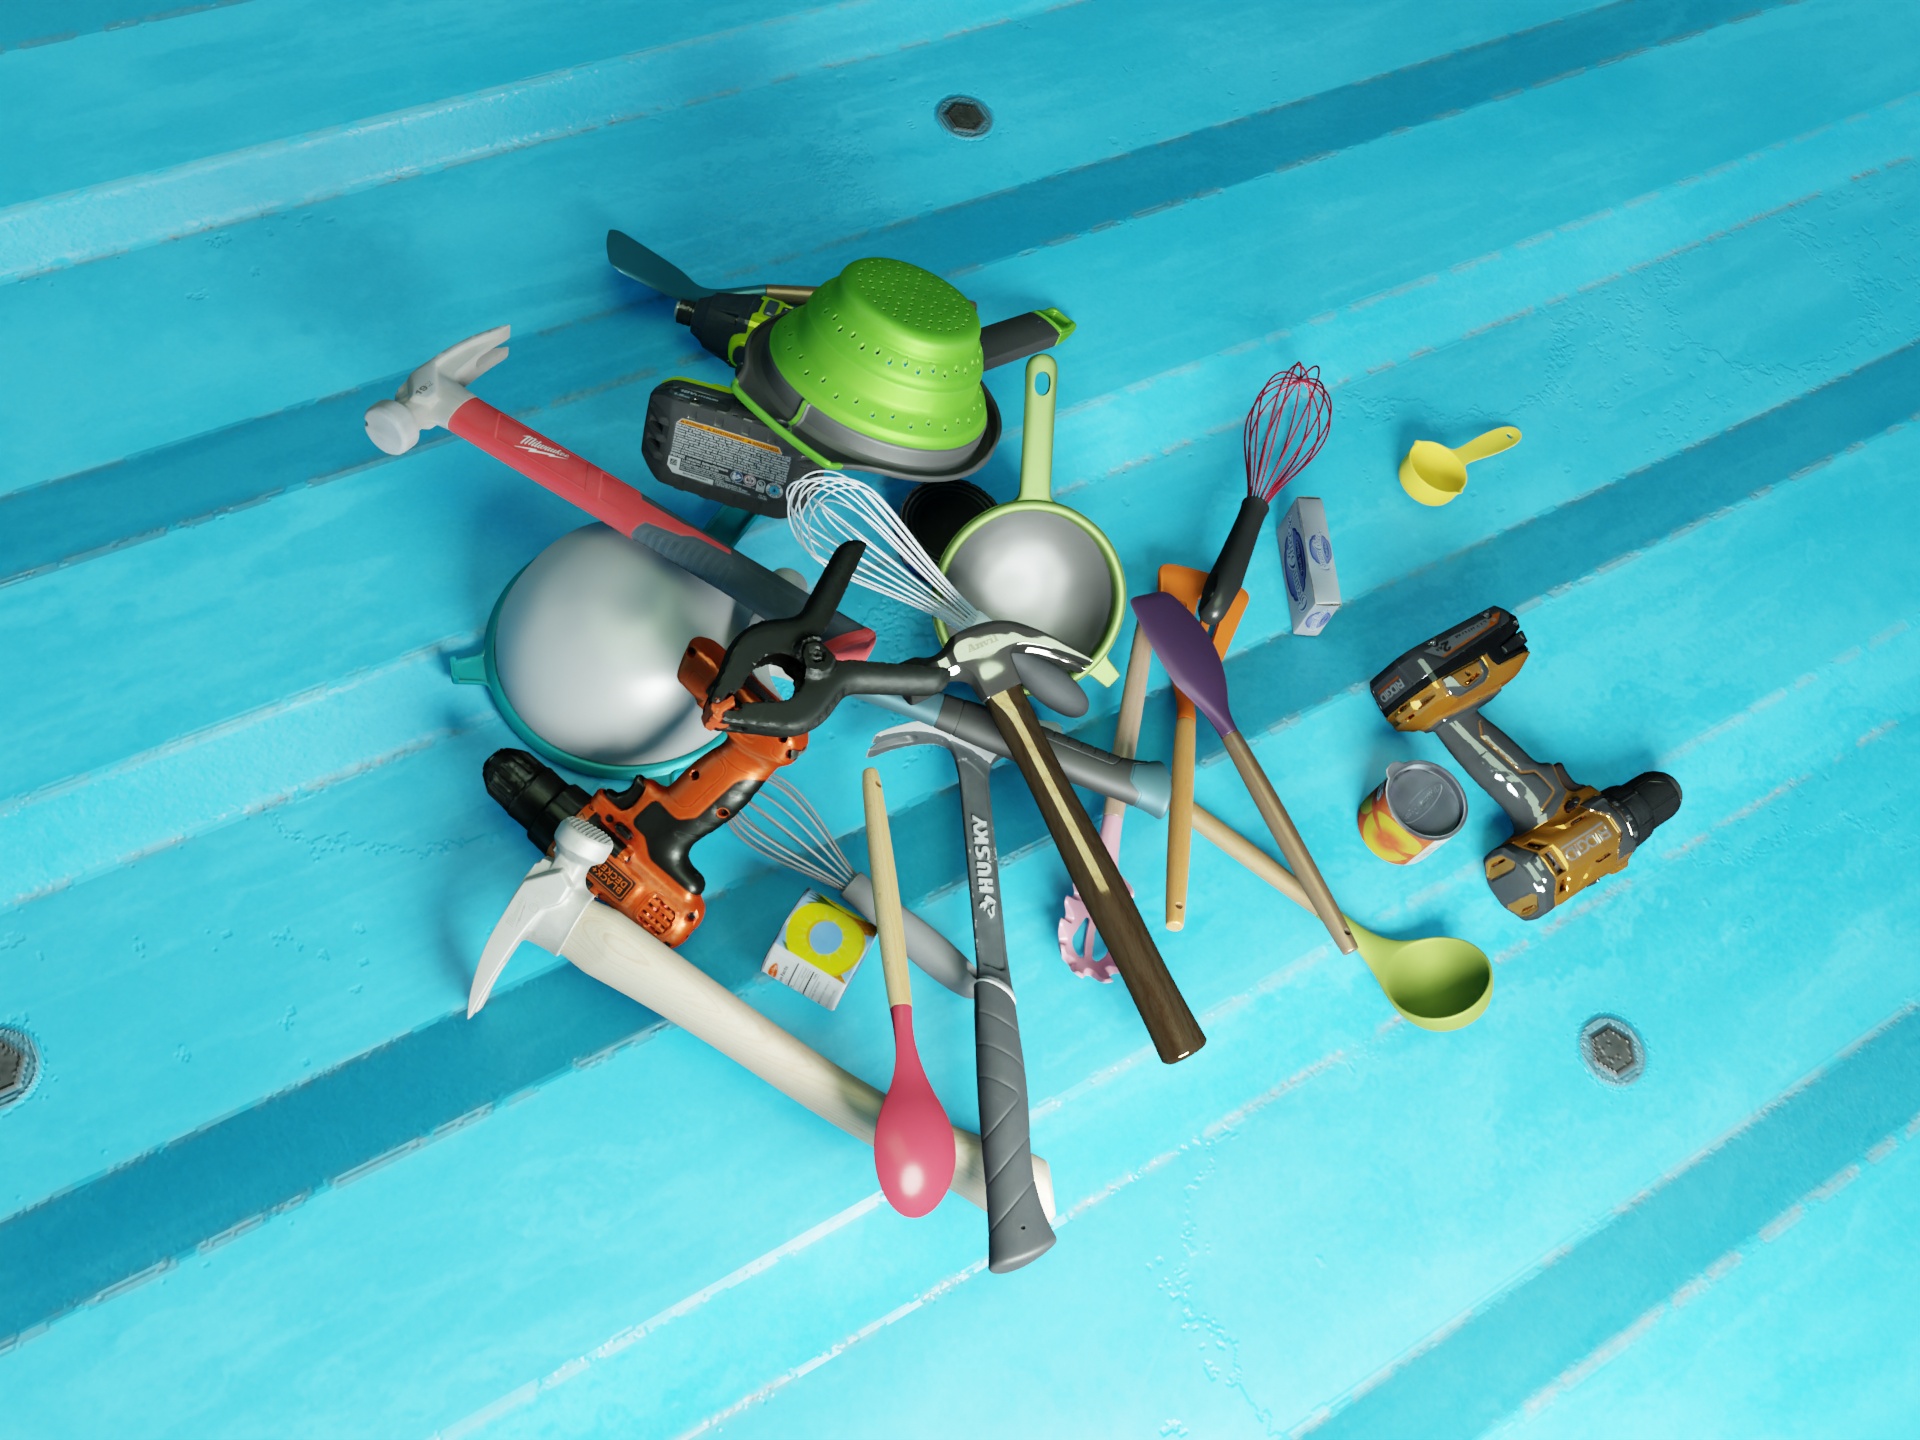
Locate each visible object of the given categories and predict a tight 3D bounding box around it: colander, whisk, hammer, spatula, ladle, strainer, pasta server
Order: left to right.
[{"bbox_3d":[-0.222,-0.154,1.135,0.386,0.038,0.143,31,48,7],"label":"hammer"},{"bbox_3d":[-0.209,-0.117,1.184,0.211,0.095,0.340,31,64,5],"label":"strainer"},{"bbox_3d":[-0.123,0.231,1.049,0.410,0.038,0.146,32,93,-2],"label":"hammer"},{"bbox_3d":[-0.139,-0.371,1.351,0.317,0.044,0.082,1,37,-13],"label":"spatula"},{"bbox_3d":[-0.076,0.117,1.128,0.239,0.055,0.055,40,63,3],"label":"whisk"},{"bbox_3d":[-0.042,0.167,1.053,0.069,0.031,0.316,25,44,-42],"label":"ladle"},{"bbox_3d":[-0.012,-0.086,1.161,0.284,0.070,0.070,37,60,-21],"label":"whisk"},{"bbox_3d":[-0.005,-0.307,1.243,0.204,0.094,0.397,40,40,14],"label":"colander"},{"bbox_3d":[-0.002,-0.004,1.153,0.331,0.033,0.128,20,54,-3],"label":"hammer"},{"bbox_3d":[0.017,0.167,1.085,0.149,0.036,0.409,6,55,-15],"label":"hammer"},{"bbox_3d":[0.050,-0.150,1.220,0.151,0.069,0.256,1,101,-10],"label":"strainer"},{"bbox_3d":[0.083,0.081,1.106,0.130,0.031,0.331,-26,85,-17],"label":"hammer"},{"bbox_3d":[0.120,0.046,1.191,0.060,0.040,0.316,14,67,-5],"label":"pasta server"},{"bbox_3d":[0.174,0.015,1.211,0.081,0.041,0.323,17,51,-10],"label":"spatula"},{"bbox_3d":[0.217,0.032,1.195,0.059,0.018,0.316,-12,66,-33],"label":"spatula"},{"bbox_3d":[0.251,-0.192,1.323,0.073,0.073,0.296,25,59,1],"label":"whisk"},{"bbox_3d":[0.252,0.120,1.186,0.320,0.062,0.078,37,62,10],"label":"ladle"}]

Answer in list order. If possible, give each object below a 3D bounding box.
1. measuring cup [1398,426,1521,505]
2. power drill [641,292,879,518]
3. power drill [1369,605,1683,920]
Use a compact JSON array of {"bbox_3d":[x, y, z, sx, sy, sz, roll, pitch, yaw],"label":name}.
[{"bbox_3d":[0.449,-0.231,1.420,0.156,0.029,0.062,-25,71,-34],"label":"measuring cup"},{"bbox_3d":[-0.163,-0.260,1.246,0.171,0.080,0.223,17,39,-4],"label":"power drill"},{"bbox_3d":[0.455,0.024,1.263,0.185,0.084,0.226,-25,76,-22],"label":"power drill"}]
